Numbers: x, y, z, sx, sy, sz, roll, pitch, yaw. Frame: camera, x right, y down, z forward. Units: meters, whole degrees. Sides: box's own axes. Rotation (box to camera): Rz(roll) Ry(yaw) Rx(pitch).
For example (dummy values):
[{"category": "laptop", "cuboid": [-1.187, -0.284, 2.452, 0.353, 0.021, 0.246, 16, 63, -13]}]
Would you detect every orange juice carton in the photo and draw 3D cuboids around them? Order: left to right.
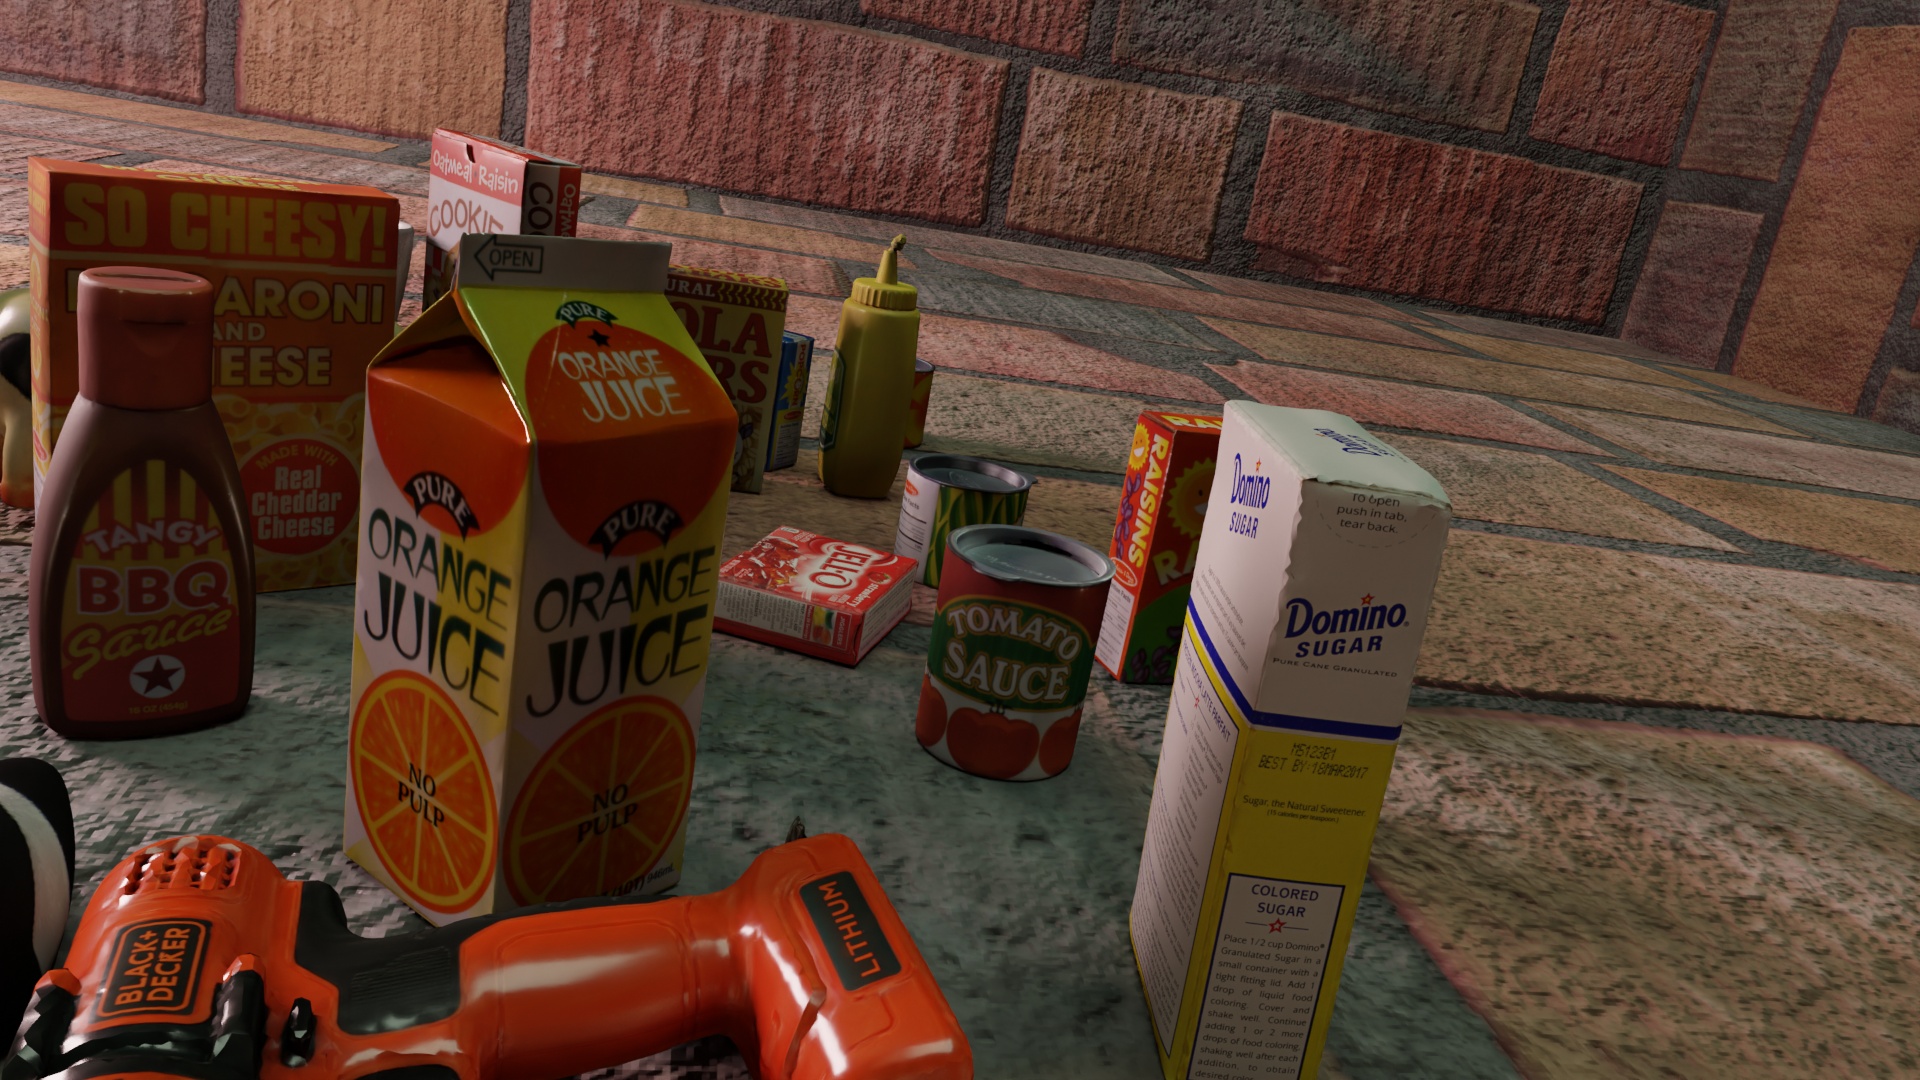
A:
[{"category": "orange juice carton", "cuboid": [-0.117, 0.010, 0.391, 0.073, 0.192, 0.072, 21, 20, 32]}]

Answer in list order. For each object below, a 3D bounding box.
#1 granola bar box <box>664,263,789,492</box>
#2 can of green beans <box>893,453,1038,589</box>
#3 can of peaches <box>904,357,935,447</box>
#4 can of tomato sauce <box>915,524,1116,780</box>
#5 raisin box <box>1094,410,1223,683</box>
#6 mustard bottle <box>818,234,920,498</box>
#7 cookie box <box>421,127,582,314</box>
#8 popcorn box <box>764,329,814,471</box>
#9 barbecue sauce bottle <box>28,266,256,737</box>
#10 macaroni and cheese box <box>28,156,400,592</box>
[{"category": "granola bar box", "cuboid": [-0.190, -0.100, 0.806, 0.166, 0.123, 0.039, 7, 17, -11]}, {"category": "can of green beans", "cuboid": [0.000, -0.010, 0.742, 0.071, 0.057, 0.071, 10, 17, -3]}, {"category": "can of peaches", "cuboid": [-0.056, -0.102, 0.996, 0.071, 0.058, 0.071, 10, 17, -3]}, {"category": "can of tomato sauce", "cuboid": [0.020, 0.044, 0.547, 0.071, 0.082, 0.071, 10, 17, -3]}, {"category": "raisin box", "cuboid": [0.117, 0.005, 0.656, 0.086, 0.123, 0.040, 4, 18, -20]}, {"category": "mustard bottle", "cuboid": [-0.054, -0.108, 0.849, 0.049, 0.159, 0.065, 4, 18, -19]}, {"category": "cookie box", "cuboid": [-0.294, -0.165, 0.876, 0.123, 0.166, 0.040, 25, 22, 40]}, {"category": "popcorn box", "cuboid": [-0.161, -0.103, 0.895, 0.127, 0.085, 0.038, 17, 18, 21]}, {"category": "barbecue sauce bottle", "cuboid": [-0.263, -0.012, 0.449, 0.065, 0.148, 0.044, -3, 22, -37]}, {"category": "macaroni and cheese box", "cuboid": [-0.296, -0.061, 0.554, 0.124, 0.165, 0.040, -6, 23, -42]}]
